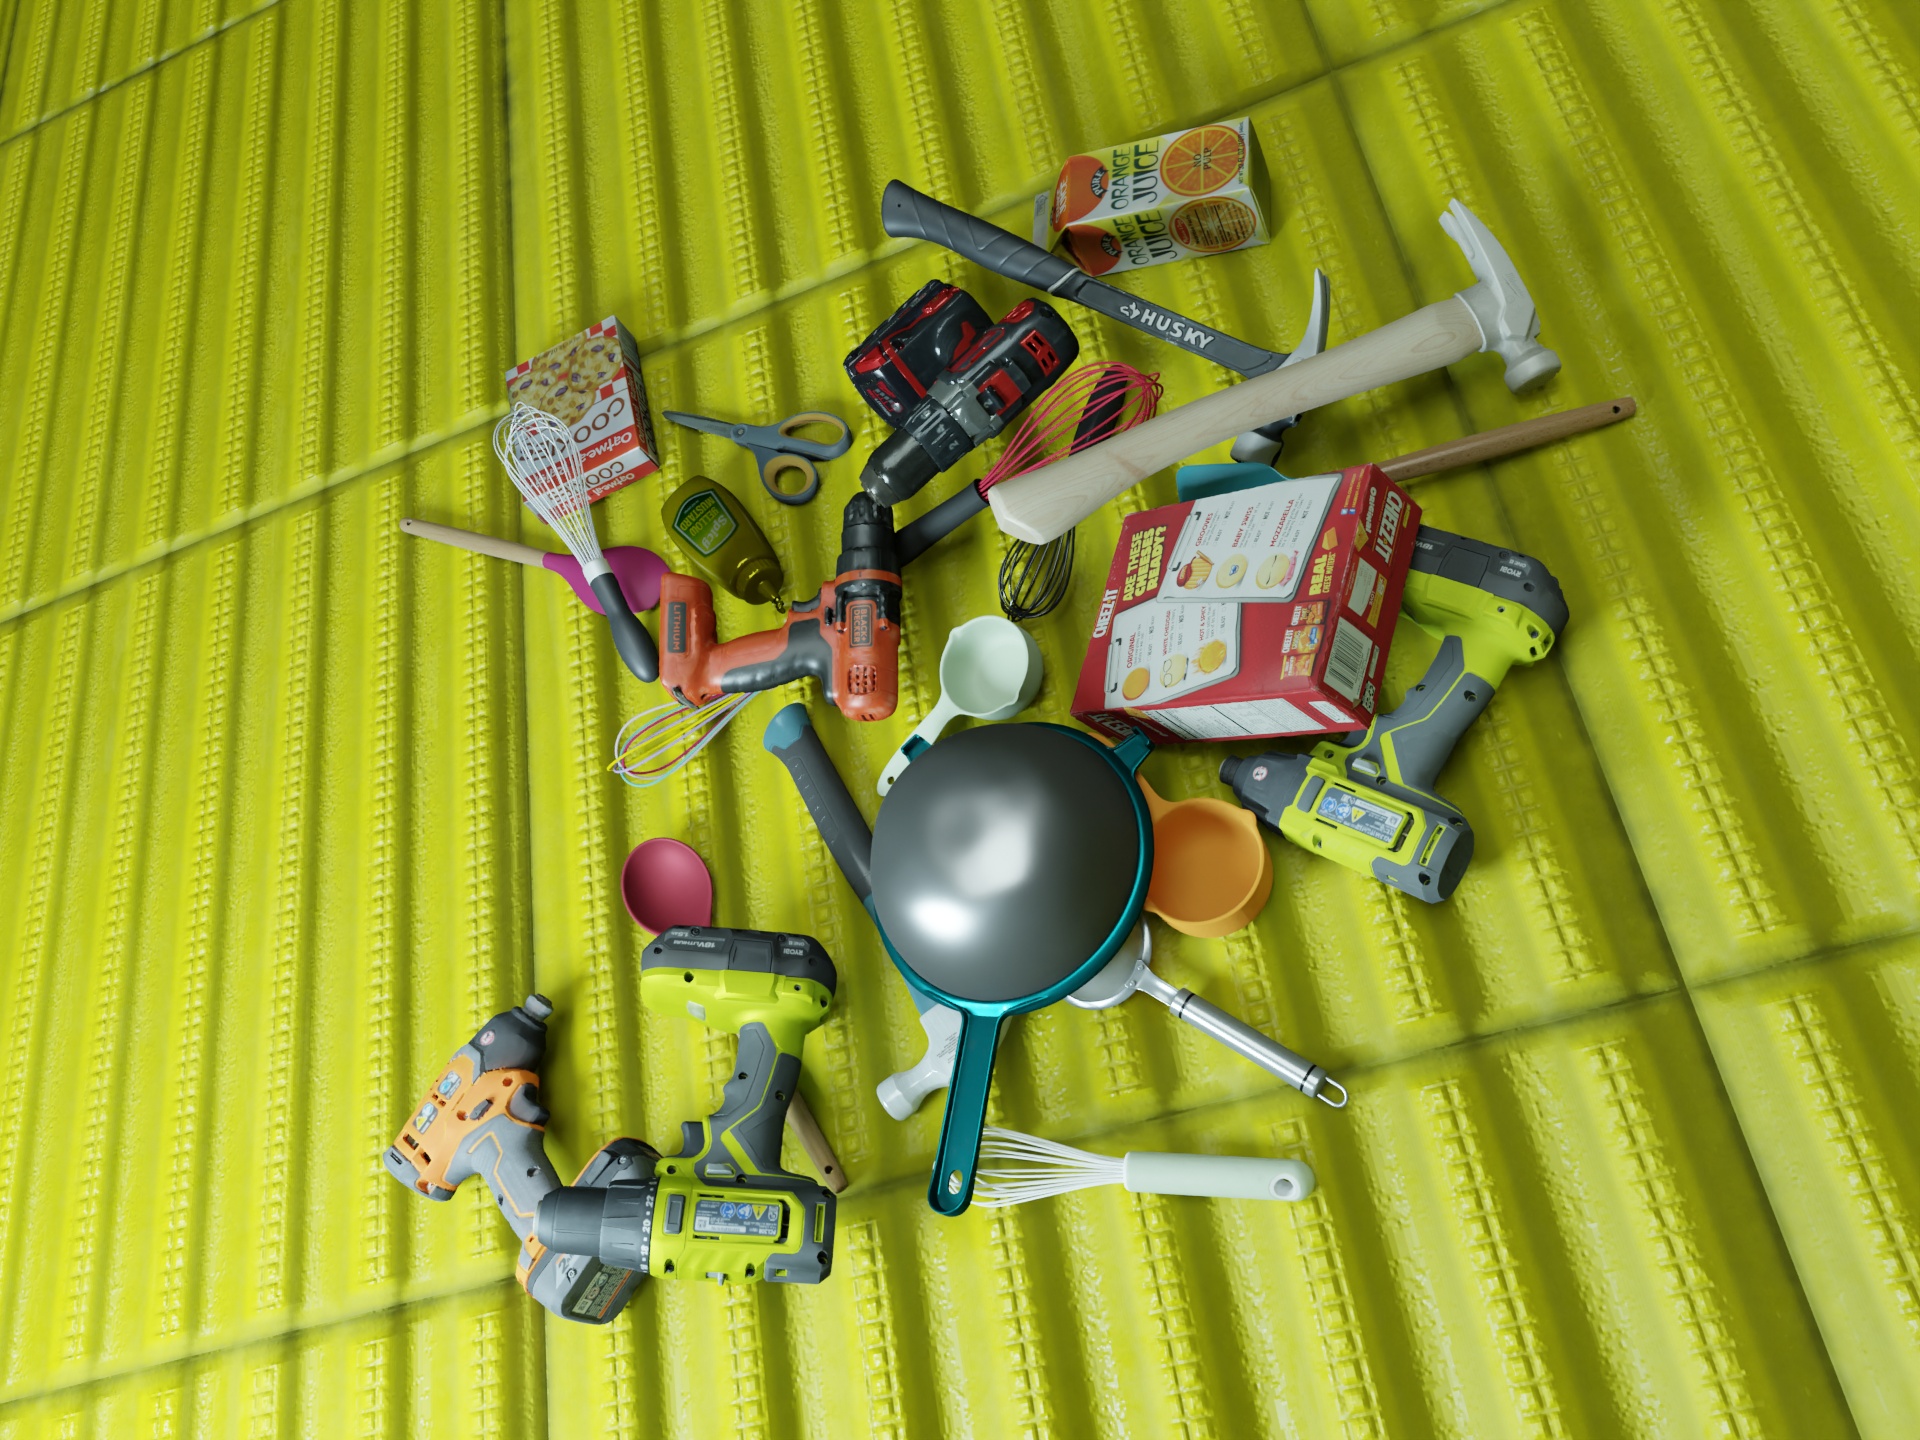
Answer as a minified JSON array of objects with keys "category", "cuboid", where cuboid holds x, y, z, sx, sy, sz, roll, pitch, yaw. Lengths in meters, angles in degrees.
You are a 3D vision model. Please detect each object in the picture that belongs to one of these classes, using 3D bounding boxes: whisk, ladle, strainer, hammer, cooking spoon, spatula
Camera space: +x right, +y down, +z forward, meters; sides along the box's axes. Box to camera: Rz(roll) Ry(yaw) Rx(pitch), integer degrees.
[{"category":"whisk","cuboid":[0.083,-0.178,1.228,0.055,0.055,0.239,12,69,27]},{"category":"whisk","cuboid":[0.032,-0.183,1.205,0.296,0.073,0.073,-30,56,33]},{"category":"ladle","cuboid":[-0.163,0.211,1.165,0.069,0.031,0.316,-35,60,-3]},{"category":"strainer","cuboid":[0.004,0.141,1.033,0.211,0.095,0.341,-2,64,28]},{"category":"strainer","cuboid":[0.139,0.180,1.043,0.259,0.050,0.087,28,96,28]},{"category":"hammer","cuboid":[0.100,-0.341,1.244,0.409,0.036,0.149,31,103,24]},{"category":"cooking spoon","cuboid":[-0.391,-0.149,1.433,0.319,0.017,0.069,15,73,28]},{"category":"whisk","cuboid":[-0.177,-0.020,1.268,0.245,0.047,0.051,-31,57,4]},{"category":"whisk","cuboid":[0.100,0.286,1.010,0.246,0.059,0.057,-2,103,18]},{"category":"hammer","cuboid":[0.208,-0.231,1.111,0.410,0.038,0.146,-23,80,-7]},{"category":"whisk","cuboid":[-0.322,-0.153,1.357,0.070,0.070,0.285,-31,75,7]},{"category":"hammer","cuboid":[-0.066,0.118,1.162,0.128,0.033,0.331,-36,58,6]},{"category":"spatula","cuboid":[0.315,-0.181,1.133,0.317,0.044,0.082,-14,93,9]}]

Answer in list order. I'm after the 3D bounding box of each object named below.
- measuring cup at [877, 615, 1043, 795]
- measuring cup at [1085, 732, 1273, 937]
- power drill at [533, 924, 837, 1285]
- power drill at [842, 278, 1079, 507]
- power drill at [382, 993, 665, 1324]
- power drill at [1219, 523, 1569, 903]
[{"category":"measuring cup","cuboid":[-0.002,-0.004,1.196,0.167,0.038,0.083,-50,58,15]},{"category":"measuring cup","cuboid":[0.142,0.074,1.083,0.095,0.052,0.174,-41,56,2]},{"category":"power drill","cuboid":[-0.174,0.258,1.066,0.190,0.080,0.229,5,57,-4]},{"category":"power drill","cuboid":[-0.021,-0.253,1.224,0.188,0.080,0.227,-43,26,0]},{"category":"power drill","cuboid":[-0.301,0.308,1.150,0.227,0.084,0.164,27,77,34]},{"category":"power drill","cuboid":[0.284,-0.011,1.047,0.171,0.080,0.223,24,81,35]}]
